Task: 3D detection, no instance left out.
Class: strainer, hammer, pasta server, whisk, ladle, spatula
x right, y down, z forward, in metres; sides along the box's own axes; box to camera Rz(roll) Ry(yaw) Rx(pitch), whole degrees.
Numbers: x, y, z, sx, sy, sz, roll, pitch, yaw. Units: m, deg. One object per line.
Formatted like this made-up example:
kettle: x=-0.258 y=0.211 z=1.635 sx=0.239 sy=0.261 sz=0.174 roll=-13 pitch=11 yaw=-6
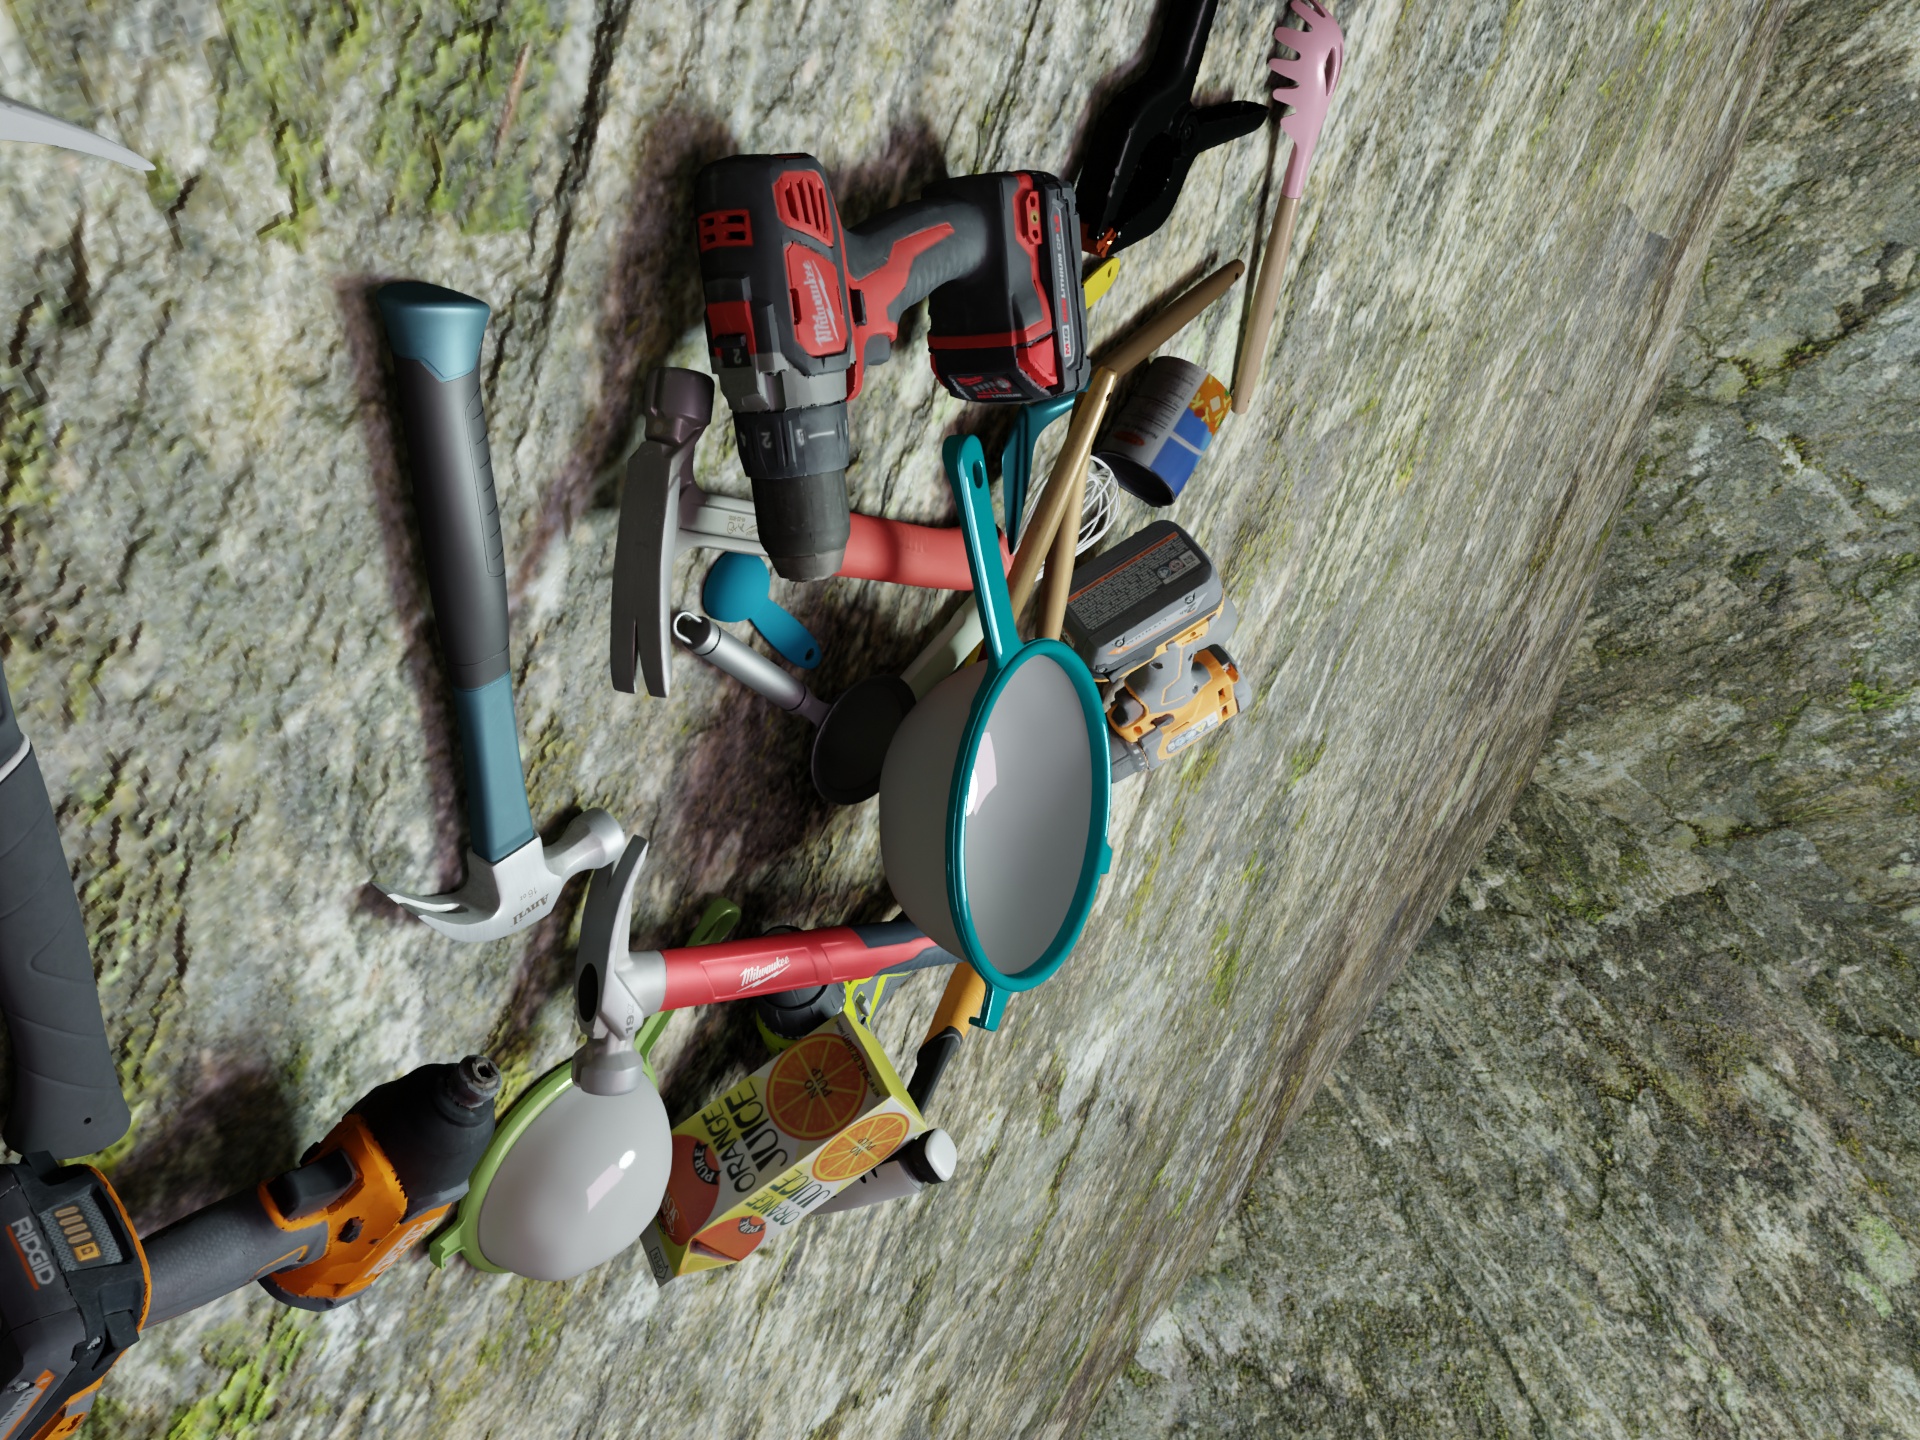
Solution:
strainer: x=-0.001 y=-0.003 z=0.939 sx=0.211 sy=0.095 sz=0.340 roll=-45 pitch=131 yaw=-50
strainer: x=-0.187 y=0.228 z=0.937 sx=0.256 sy=0.069 sz=0.151 roll=-58 pitch=153 yaw=-5
hammer: x=-0.062 y=-0.087 z=0.871 sx=0.359 sy=0.037 sz=0.149 roll=-1 pitch=98 yaw=-63
hammer: x=-0.063 y=0.128 z=0.981 sx=0.386 sy=0.038 sz=0.143 roll=0 pitch=102 yaw=-46
hammer: x=-0.209 y=-0.033 z=0.692 sx=0.128 sy=0.033 sz=0.330 roll=-38 pitch=145 yaw=-42
hammer: x=-0.014 y=0.232 z=1.184 sx=0.034 sy=0.127 sz=0.337 roll=58 pitch=30 yaw=-15
pasta server: x=0.231 y=-0.366 z=1.175 sx=0.060 sy=0.040 sz=0.316 roll=-40 pitch=150 yaw=-37
strainer: x=-0.092 y=-0.013 z=0.910 sx=0.087 sy=0.050 sz=0.258 roll=-59 pitch=149 yaw=-4
whisk: x=0.025 y=-0.086 z=1.056 sx=0.246 sy=0.058 sz=0.059 roll=-49 pitch=116 yaw=-19
hammer: x=-0.319 y=-0.003 z=0.523 sx=0.149 sy=0.036 sz=0.408 roll=-33 pitch=142 yaw=-46
ladle: x=0.032 y=-0.075 z=1.002 sx=0.069 sy=0.031 sz=0.315 roll=-16 pitch=135 yaw=-55
spatula: x=0.109 y=-0.229 z=1.057 sx=0.317 sy=0.044 sz=0.082 roll=-43 pitch=146 yaw=-31

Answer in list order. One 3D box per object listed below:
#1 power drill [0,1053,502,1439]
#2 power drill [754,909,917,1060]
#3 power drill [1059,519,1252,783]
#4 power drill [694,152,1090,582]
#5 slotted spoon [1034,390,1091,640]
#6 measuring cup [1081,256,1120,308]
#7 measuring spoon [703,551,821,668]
power drill: x=-0.300 y=0.208 z=0.656 sx=0.164 sy=0.084 sz=0.226 roll=-45 pitch=161 yaw=23
power drill: x=-0.051 y=0.144 z=1.096 sx=0.228 sy=0.080 sz=0.190 roll=-45 pitch=150 yaw=-25
power drill: x=0.127 y=-0.031 z=1.219 sx=0.185 sy=0.084 sz=0.226 roll=-32 pitch=147 yaw=-3
power drill: x=-0.031 y=-0.178 z=0.774 sx=0.226 sy=0.080 sz=0.187 roll=-25 pitch=114 yaw=-48
slotted spoon: x=0.061 y=-0.071 z=1.052 sx=0.070 sy=0.031 sz=0.313 roll=-28 pitch=138 yaw=-38
measuring cup: x=0.059 y=-0.260 z=0.976 sx=0.156 sy=0.029 sz=0.062 roll=-49 pitch=153 yaw=-49
measuring spoon: x=-0.100 y=-0.054 z=0.878 sx=0.042 sy=0.021 sz=0.128 roll=-58 pitch=152 yaw=-8
